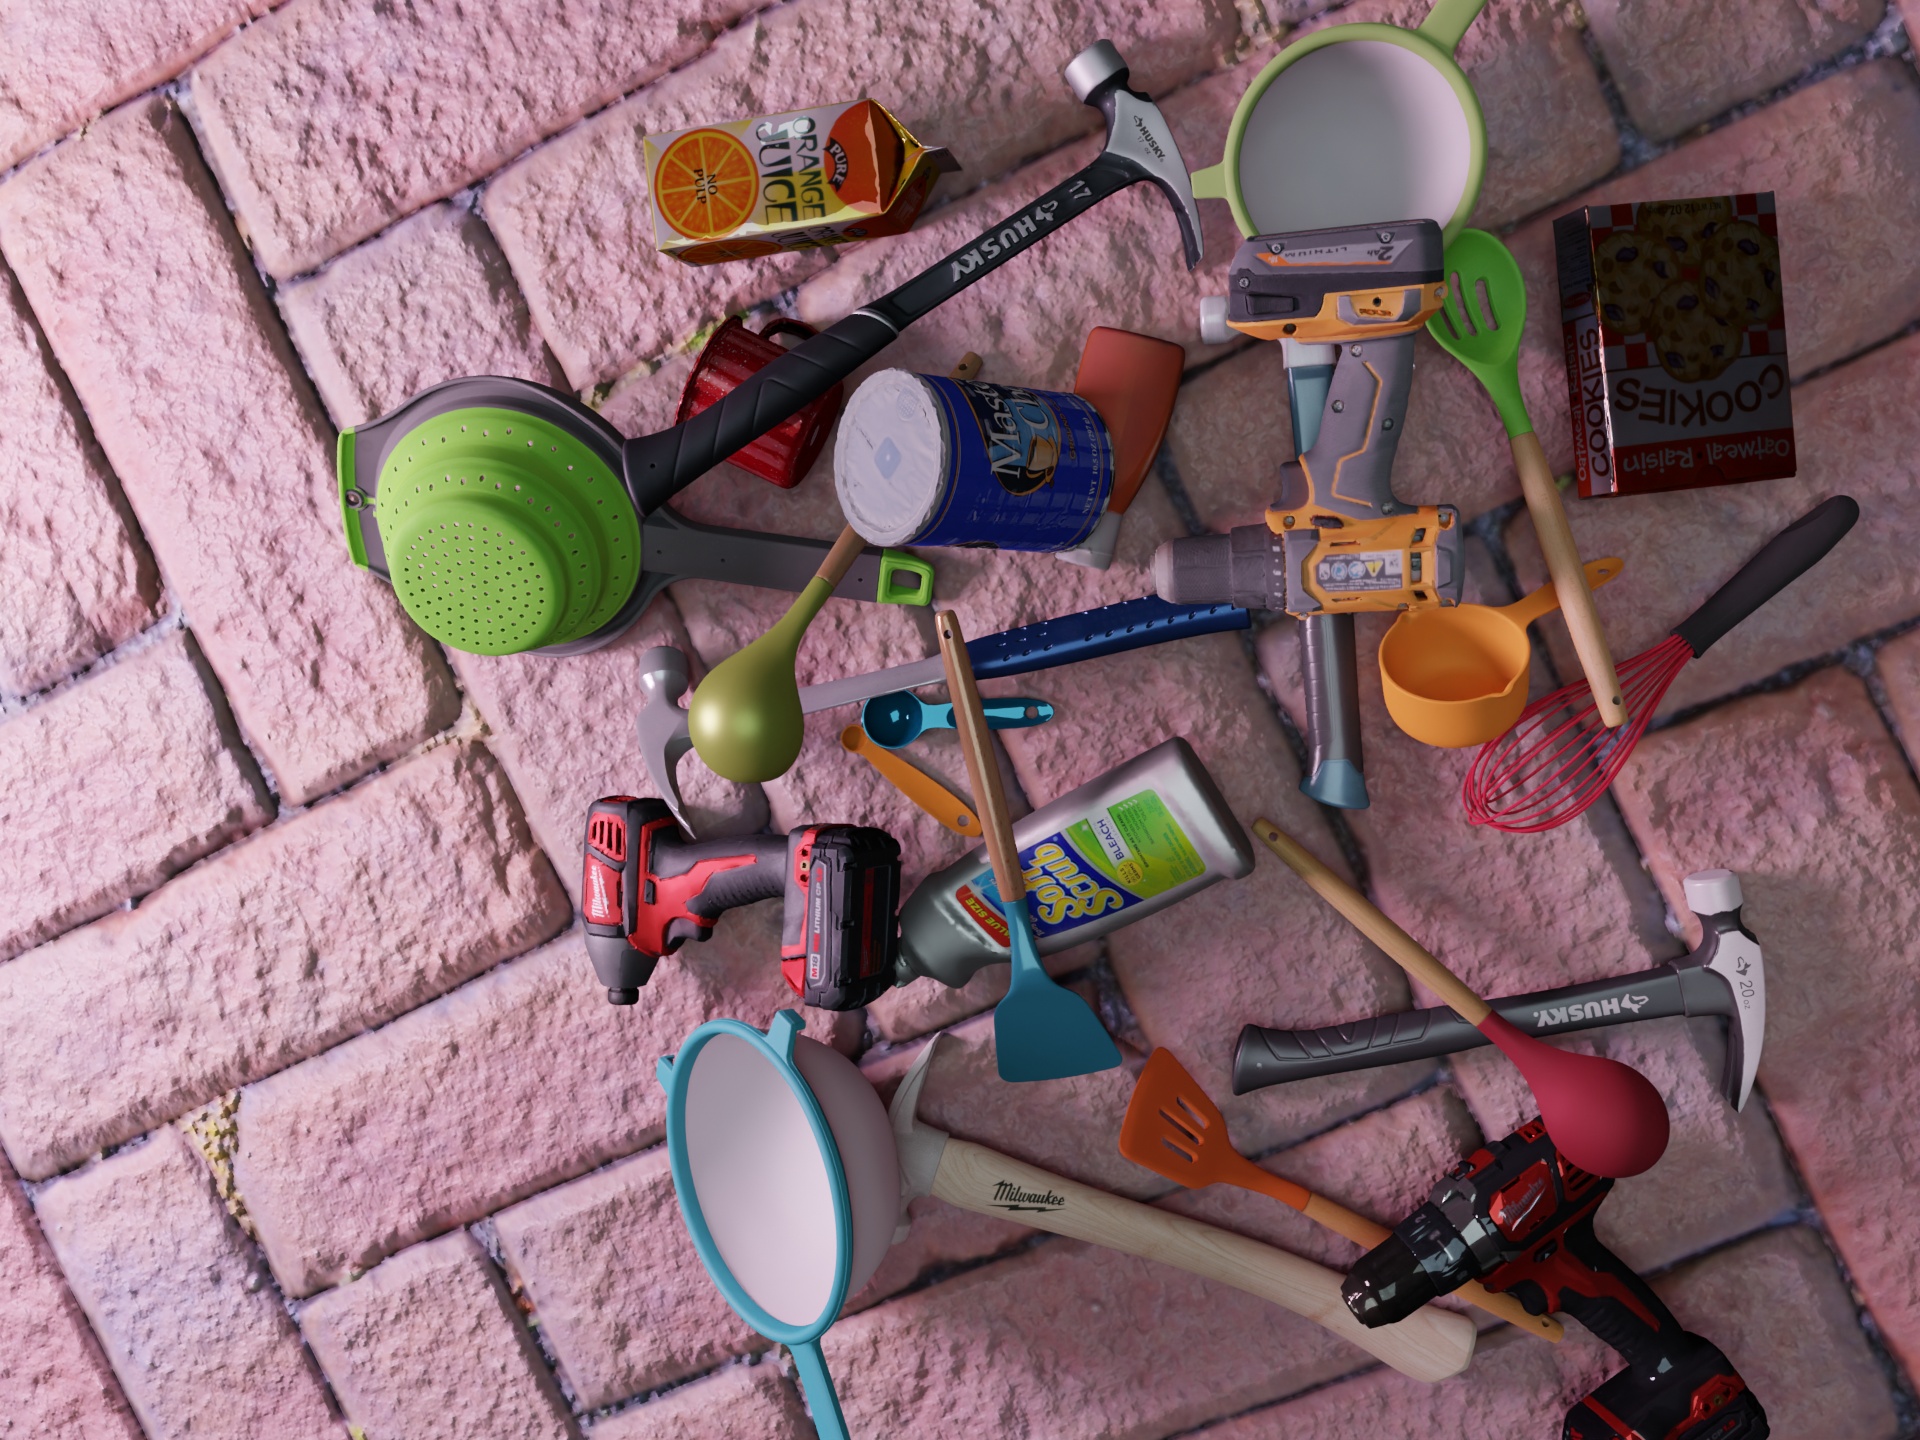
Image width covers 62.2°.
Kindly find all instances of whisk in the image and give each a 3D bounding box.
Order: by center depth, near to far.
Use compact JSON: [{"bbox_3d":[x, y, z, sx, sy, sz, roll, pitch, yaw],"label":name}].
[{"bbox_3d":[0.426,-0.033,0.969,0.296,0.073,0.073,-42,88,6],"label":"whisk"}]

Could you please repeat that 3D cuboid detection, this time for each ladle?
[{"bbox_3d":[0.306,0.166,0.992,0.315,0.031,0.069,41,92,13],"label":"ladle"},{"bbox_3d":[-0.069,-0.102,1.006,0.078,0.062,0.320,25,73,23],"label":"ladle"}]

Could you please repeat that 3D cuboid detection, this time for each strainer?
[{"bbox_3d":[0.264,-0.377,0.943,0.151,0.069,0.256,34,107,0],"label":"strainer"},{"bbox_3d":[-0.083,0.351,1.042,0.211,0.095,0.340,-30,75,49],"label":"strainer"}]

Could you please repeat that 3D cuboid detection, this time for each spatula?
[{"bbox_3d":[0.028,0.084,1.000,0.082,0.044,0.317,-12,97,13],"label":"spatula"},{"bbox_3d":[0.251,0.324,1.041,0.322,0.041,0.081,27,57,3],"label":"spatula"}]

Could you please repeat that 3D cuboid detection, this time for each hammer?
[{"bbox_3d":[-0.033,-0.250,0.979,0.409,0.036,0.149,-35,92,-6],"label":"hammer"},{"bbox_3d":[0.227,-0.107,1.006,0.128,0.033,0.331,-4,95,11],"label":"hammer"},{"bbox_3d":[0.338,0.199,1.019,0.335,0.035,0.146,-13,93,11],"label":"hammer"},{"bbox_3d":[-0.014,-0.028,1.029,0.405,0.035,0.144,-13,52,6],"label":"hammer"},{"bbox_3d":[0.142,0.339,1.067,0.410,0.038,0.146,17,97,7],"label":"hammer"}]

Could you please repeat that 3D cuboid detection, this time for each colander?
[{"bbox_3d":[-0.217,-0.098,1.023,0.397,0.095,0.204,8,124,-1],"label":"colander"}]

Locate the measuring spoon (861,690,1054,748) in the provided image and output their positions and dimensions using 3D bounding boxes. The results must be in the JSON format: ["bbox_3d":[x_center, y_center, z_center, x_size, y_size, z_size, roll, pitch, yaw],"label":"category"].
[{"bbox_3d":[-0.002,-0.003,1.067,0.128,0.021,0.042,-2,90,1],"label":"measuring spoon"}]

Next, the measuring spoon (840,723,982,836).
[{"bbox_3d":[-0.032,0.041,1.079,0.117,0.011,0.021,37,101,0],"label":"measuring spoon"}]

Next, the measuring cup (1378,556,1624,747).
[{"bbox_3d":[0.339,-0.044,0.983,0.173,0.095,0.052,-28,134,-12],"label":"measuring cup"}]

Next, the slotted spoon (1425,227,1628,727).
[{"bbox_3d":[0.343,-0.146,0.956,0.070,0.031,0.314,-14,81,-9],"label":"slotted spoon"}]

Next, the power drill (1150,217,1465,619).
[{"bbox_3d":[0.200,-0.170,0.938,0.185,0.084,0.226,-3,109,12],"label":"power drill"}]

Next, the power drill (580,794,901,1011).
[{"bbox_3d":[-0.155,0.128,1.056,0.220,0.078,0.143,3,91,24],"label":"power drill"}]

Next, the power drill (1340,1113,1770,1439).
[{"bbox_3d":[0.366,0.382,0.996,0.188,0.080,0.227,-34,87,-4],"label":"power drill"}]
